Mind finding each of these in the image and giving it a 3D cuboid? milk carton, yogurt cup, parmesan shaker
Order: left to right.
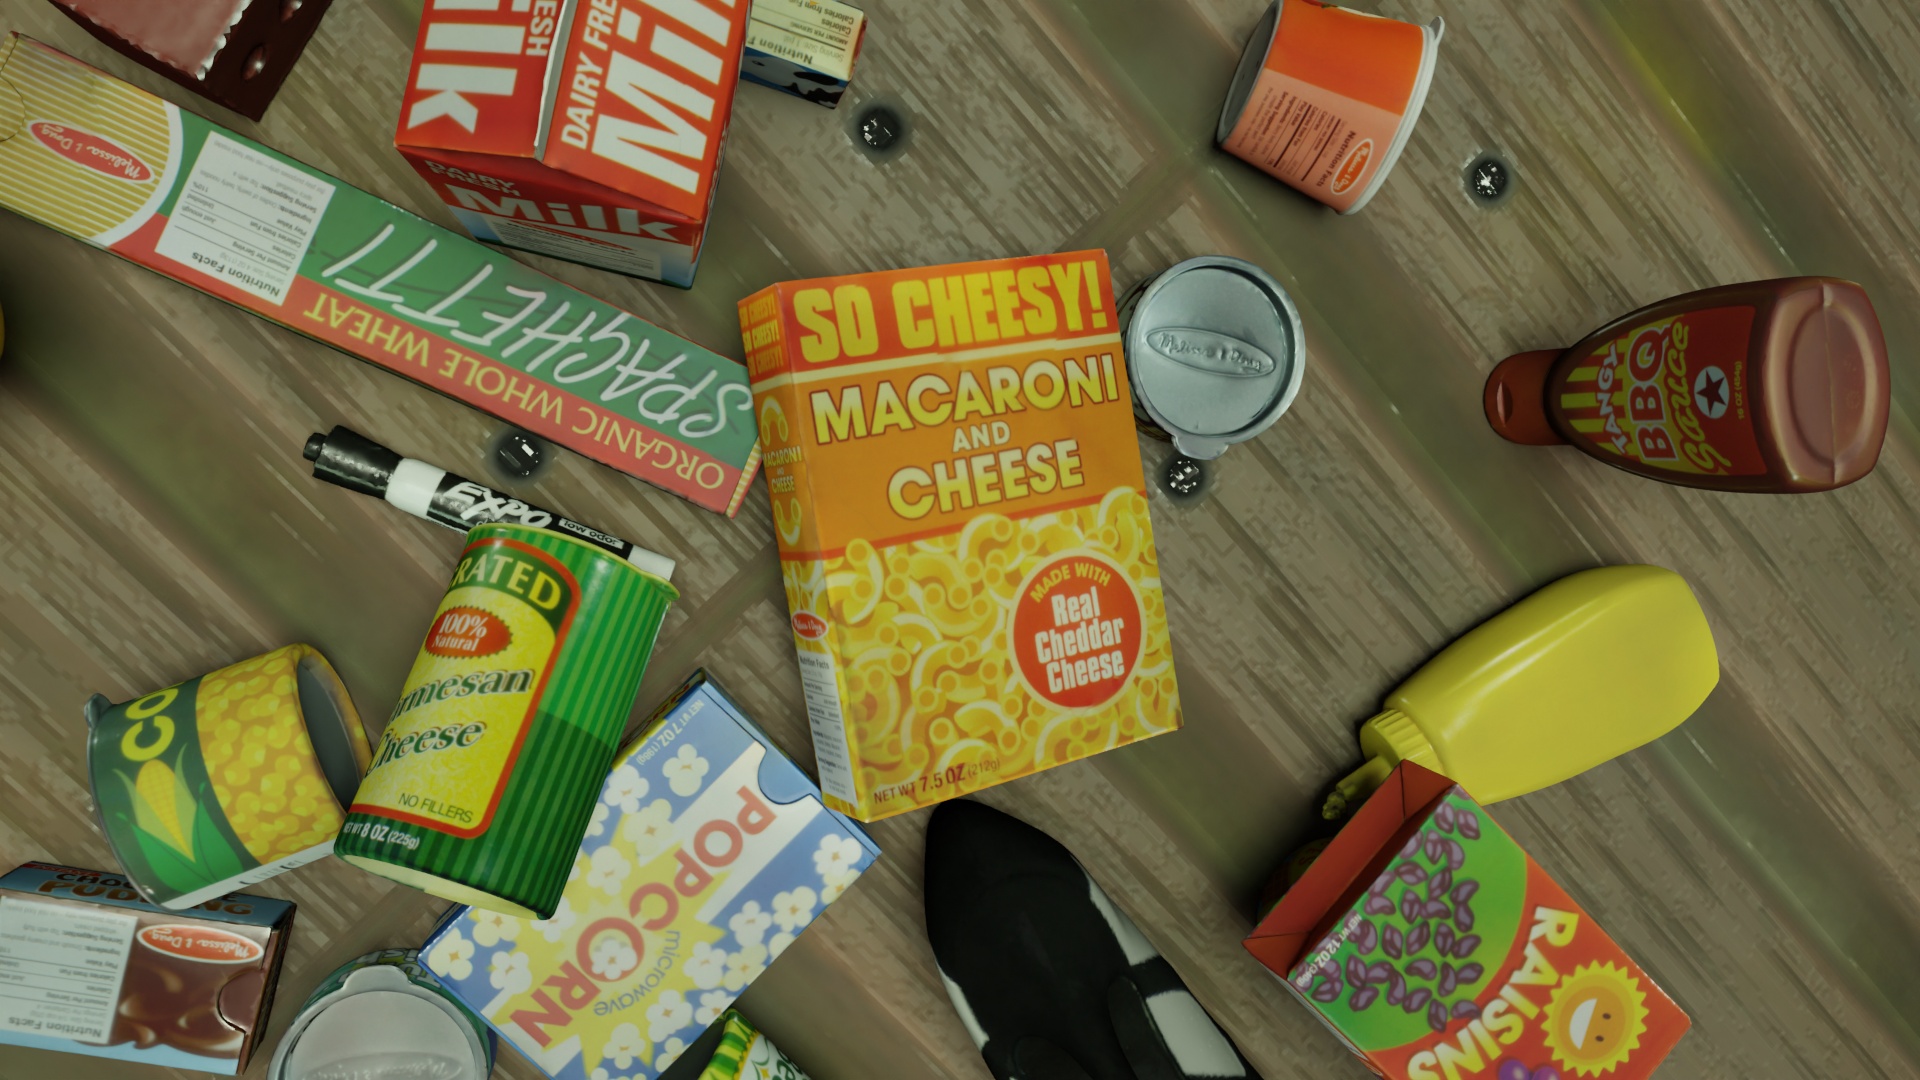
[{"bbox_3d":[-0.134,0.055,0.419,0.071,0.071,0.103,21,65,-12],"label":"parmesan shaker"},{"bbox_3d":[-0.098,-0.119,0.372,0.073,0.190,0.072,12,92,-13],"label":"milk carton"},{"bbox_3d":[0.124,-0.154,0.483,0.054,0.072,0.072,20,90,-4],"label":"yogurt cup"}]

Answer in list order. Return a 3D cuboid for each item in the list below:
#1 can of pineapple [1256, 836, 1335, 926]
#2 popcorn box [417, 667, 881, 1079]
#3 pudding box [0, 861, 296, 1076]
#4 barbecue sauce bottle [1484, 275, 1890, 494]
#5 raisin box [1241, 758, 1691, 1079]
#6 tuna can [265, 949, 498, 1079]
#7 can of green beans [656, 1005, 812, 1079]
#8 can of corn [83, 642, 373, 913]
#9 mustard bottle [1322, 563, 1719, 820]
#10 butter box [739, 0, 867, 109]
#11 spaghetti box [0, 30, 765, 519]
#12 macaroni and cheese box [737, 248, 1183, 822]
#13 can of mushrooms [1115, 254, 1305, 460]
[{"bbox_3d":[0.149,0.145,0.508,0.071,0.058,0.071,-1,94,-12],"label":"can of pineapple"},{"bbox_3d":[-0.102,0.117,0.464,0.127,0.038,0.085,-44,100,-6],"label":"popcorn box"},{"bbox_3d":[-0.260,0.135,0.436,0.084,0.030,0.049,13,90,-12],"label":"pudding box"},{"bbox_3d":[0.234,-0.050,0.467,0.044,0.148,0.064,-7,95,-11],"label":"barbecue sauce bottle"},{"bbox_3d":[0.168,0.147,0.461,0.123,0.040,0.086,44,83,-10],"label":"raisin box"},{"bbox_3d":[-0.186,0.167,0.452,0.071,0.033,0.071,-1,94,-12],"label":"tuna can"},{"bbox_3d":[-0.079,0.198,0.459,0.071,0.071,0.058,-44,100,-6],"label":"can of green beans"},{"bbox_3d":[-0.218,0.068,0.422,0.058,0.071,0.071,-20,98,-11],"label":"can of corn"},{"bbox_3d":[0.201,0.063,0.519,0.160,0.049,0.065,-24,98,-9],"label":"mustard bottle"},{"bbox_3d":[-0.084,-0.169,0.443,0.103,0.053,0.024,16,94,-12],"label":"butter box"},{"bbox_3d":[-0.177,-0.078,0.441,0.250,0.028,0.050,24,88,-12],"label":"spaghetti box"},{"bbox_3d":[0.002,-0.006,0.461,0.124,0.040,0.166,-11,94,-28],"label":"macaroni and cheese box"},{"bbox_3d":[0.085,-0.064,0.494,0.071,0.033,0.071,-1,94,-12],"label":"can of mushrooms"}]
